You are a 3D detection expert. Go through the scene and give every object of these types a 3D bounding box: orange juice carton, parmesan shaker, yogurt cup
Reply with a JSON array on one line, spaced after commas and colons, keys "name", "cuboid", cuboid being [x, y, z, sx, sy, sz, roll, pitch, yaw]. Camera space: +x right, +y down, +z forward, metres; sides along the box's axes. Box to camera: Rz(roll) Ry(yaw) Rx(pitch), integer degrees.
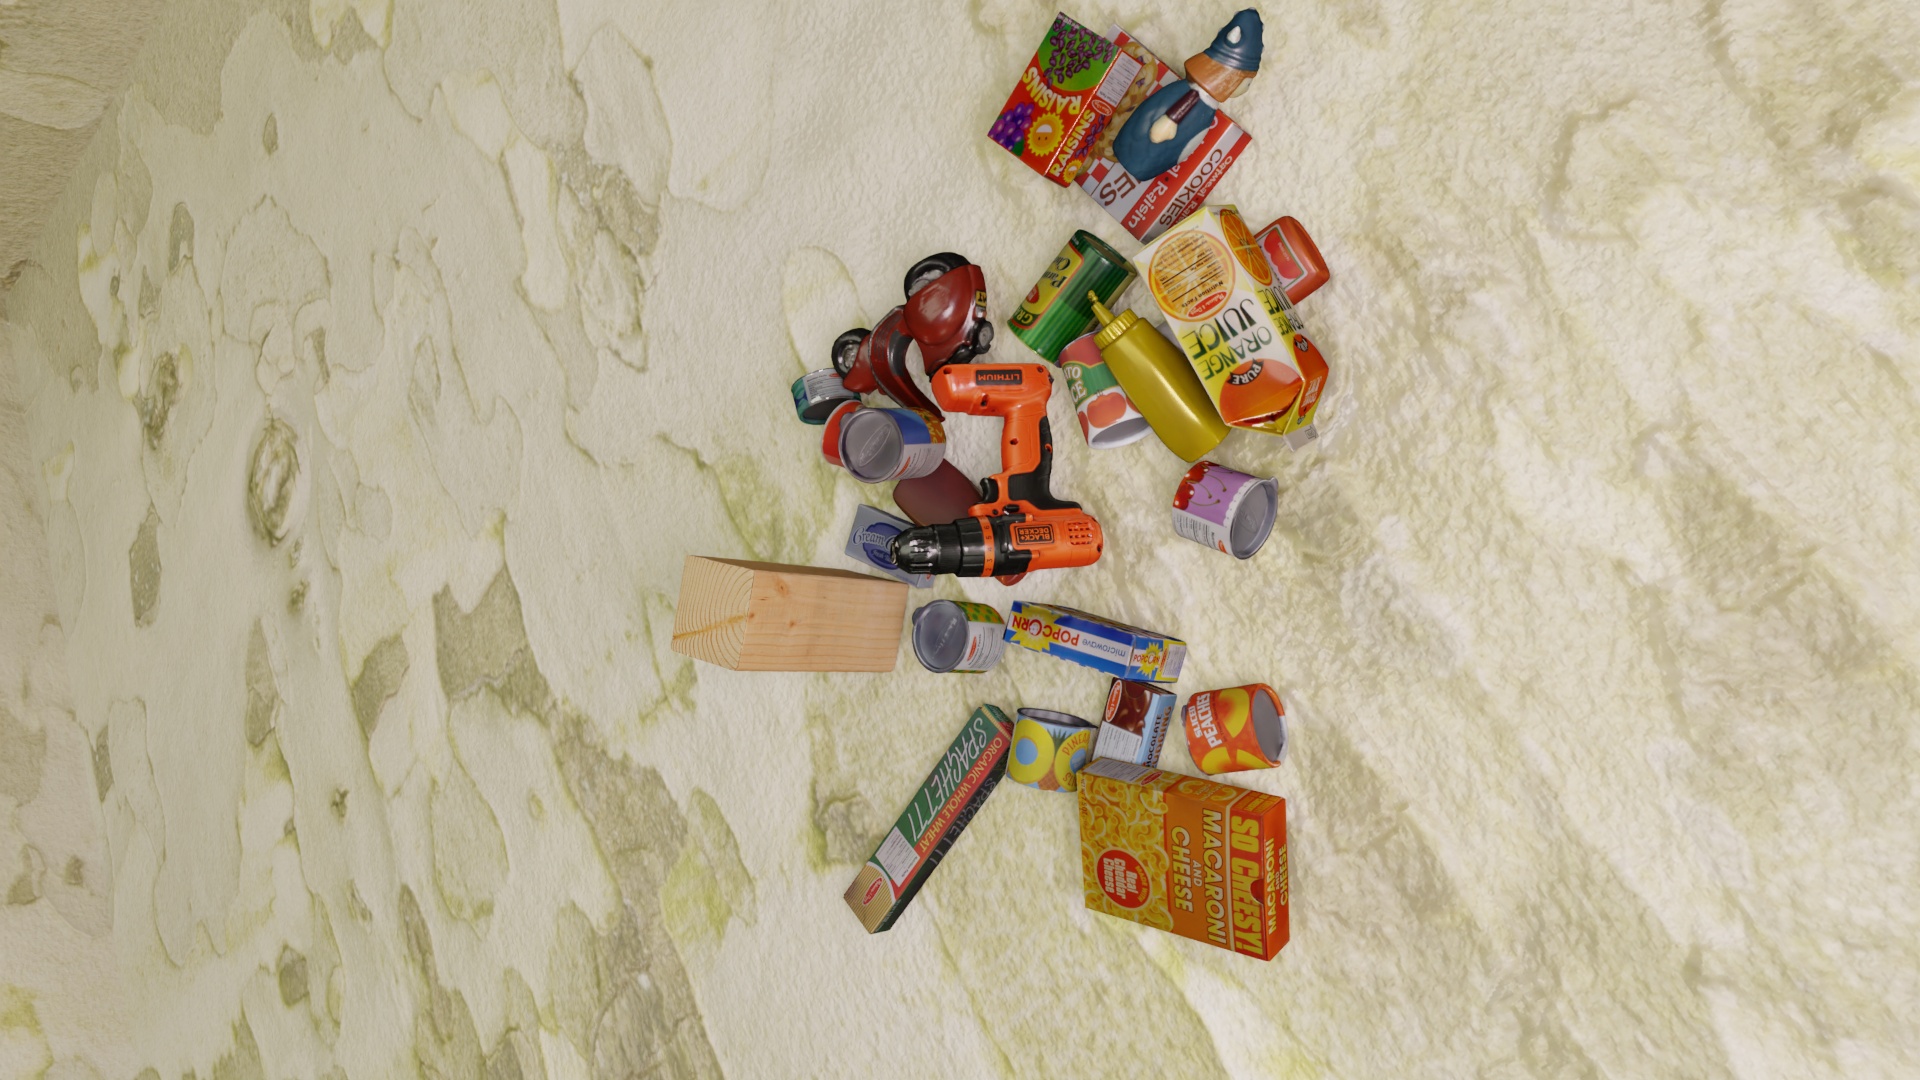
[{"name": "orange juice carton", "cuboid": [0.218, -0.157, 1.068, 0.073, 0.072, 0.192, -31, 87, 31]}, {"name": "parmesan shaker", "cuboid": [0.097, -0.212, 1.213, 0.102, 0.071, 0.071, -52, 58, 21]}, {"name": "yogurt cup", "cuboid": [-0.095, -0.097, 1.350, 0.054, 0.072, 0.072, 26, 101, 29]}]

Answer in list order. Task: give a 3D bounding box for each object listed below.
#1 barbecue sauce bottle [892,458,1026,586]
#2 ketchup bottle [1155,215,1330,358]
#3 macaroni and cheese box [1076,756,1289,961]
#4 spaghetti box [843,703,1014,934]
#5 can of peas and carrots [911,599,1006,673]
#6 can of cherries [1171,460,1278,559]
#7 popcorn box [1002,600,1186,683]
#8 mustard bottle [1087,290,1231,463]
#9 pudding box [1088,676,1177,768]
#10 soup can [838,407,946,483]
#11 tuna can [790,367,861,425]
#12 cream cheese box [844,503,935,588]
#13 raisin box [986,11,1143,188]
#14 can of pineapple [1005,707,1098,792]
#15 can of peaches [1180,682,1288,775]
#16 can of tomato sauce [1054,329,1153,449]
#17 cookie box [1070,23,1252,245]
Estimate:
[{"name": "barbecue sauce bottle", "cuboid": [0.005, -0.016, 1.272, 0.065, 0.043, 0.149, -45, 58, -3]}, {"name": "ketchup bottle", "cuboid": [0.222, -0.195, 1.126, 0.148, 0.043, 0.065, -35, 72, 31]}, {"name": "macaroni and cheese box", "cuboid": [0.173, 0.248, 1.092, 0.166, 0.040, 0.123, 6, 107, 39]}, {"name": "spaghetti box", "cuboid": [-0.025, 0.257, 1.274, 0.050, 0.029, 0.249, 46, 112, 32]}, {"name": "can of peas and carrots", "cuboid": [-0.002, 0.086, 1.258, 0.071, 0.059, 0.071, -6, 81, 38]}, {"name": "can of cherries", "cuboid": [0.211, -0.027, 1.102, 0.058, 0.071, 0.071, 23, 99, 38]}, {"name": "popcorn box", "cuboid": [0.111, 0.084, 1.152, 0.127, 0.085, 0.038, 15, 93, 39]}, {"name": "mustard bottle", "cuboid": [0.153, -0.138, 1.123, 0.048, 0.065, 0.160, -38, 93, 34]}, {"name": "pudding box", "cuboid": [0.143, 0.158, 1.154, 0.050, 0.030, 0.083, 18, 96, 39]}, {"name": "soup can", "cuboid": [-0.061, -0.088, 1.244, 0.071, 0.084, 0.071, 3, 97, 26]}, {"name": "tuna can", "cuboid": [-0.134, -0.142, 1.385, 0.071, 0.071, 0.033, -27, 70, 33]}, {"name": "cream cheese box", "cuboid": [-0.064, 0.005, 1.337, 0.104, 0.024, 0.053, 23, 99, 37]}, {"name": "raisin box", "cuboid": [0.089, -0.381, 1.204, 0.086, 0.040, 0.123, 45, 110, 34]}, {"name": "can of pineapple", "cuboid": [0.076, 0.178, 1.181, 0.071, 0.071, 0.058, 13, 93, 38]}, {"name": "can of peaches", "cuboid": [0.213, 0.145, 1.075, 0.058, 0.071, 0.071, -14, 76, 35]}, {"name": "can of tomato sauce", "cuboid": [0.125, -0.127, 1.178, 0.071, 0.071, 0.083, -28, 69, 33]}, {"name": "cookie box", "cuboid": [0.154, -0.347, 1.200, 0.122, 0.040, 0.168, -51, 56, 21]}]
